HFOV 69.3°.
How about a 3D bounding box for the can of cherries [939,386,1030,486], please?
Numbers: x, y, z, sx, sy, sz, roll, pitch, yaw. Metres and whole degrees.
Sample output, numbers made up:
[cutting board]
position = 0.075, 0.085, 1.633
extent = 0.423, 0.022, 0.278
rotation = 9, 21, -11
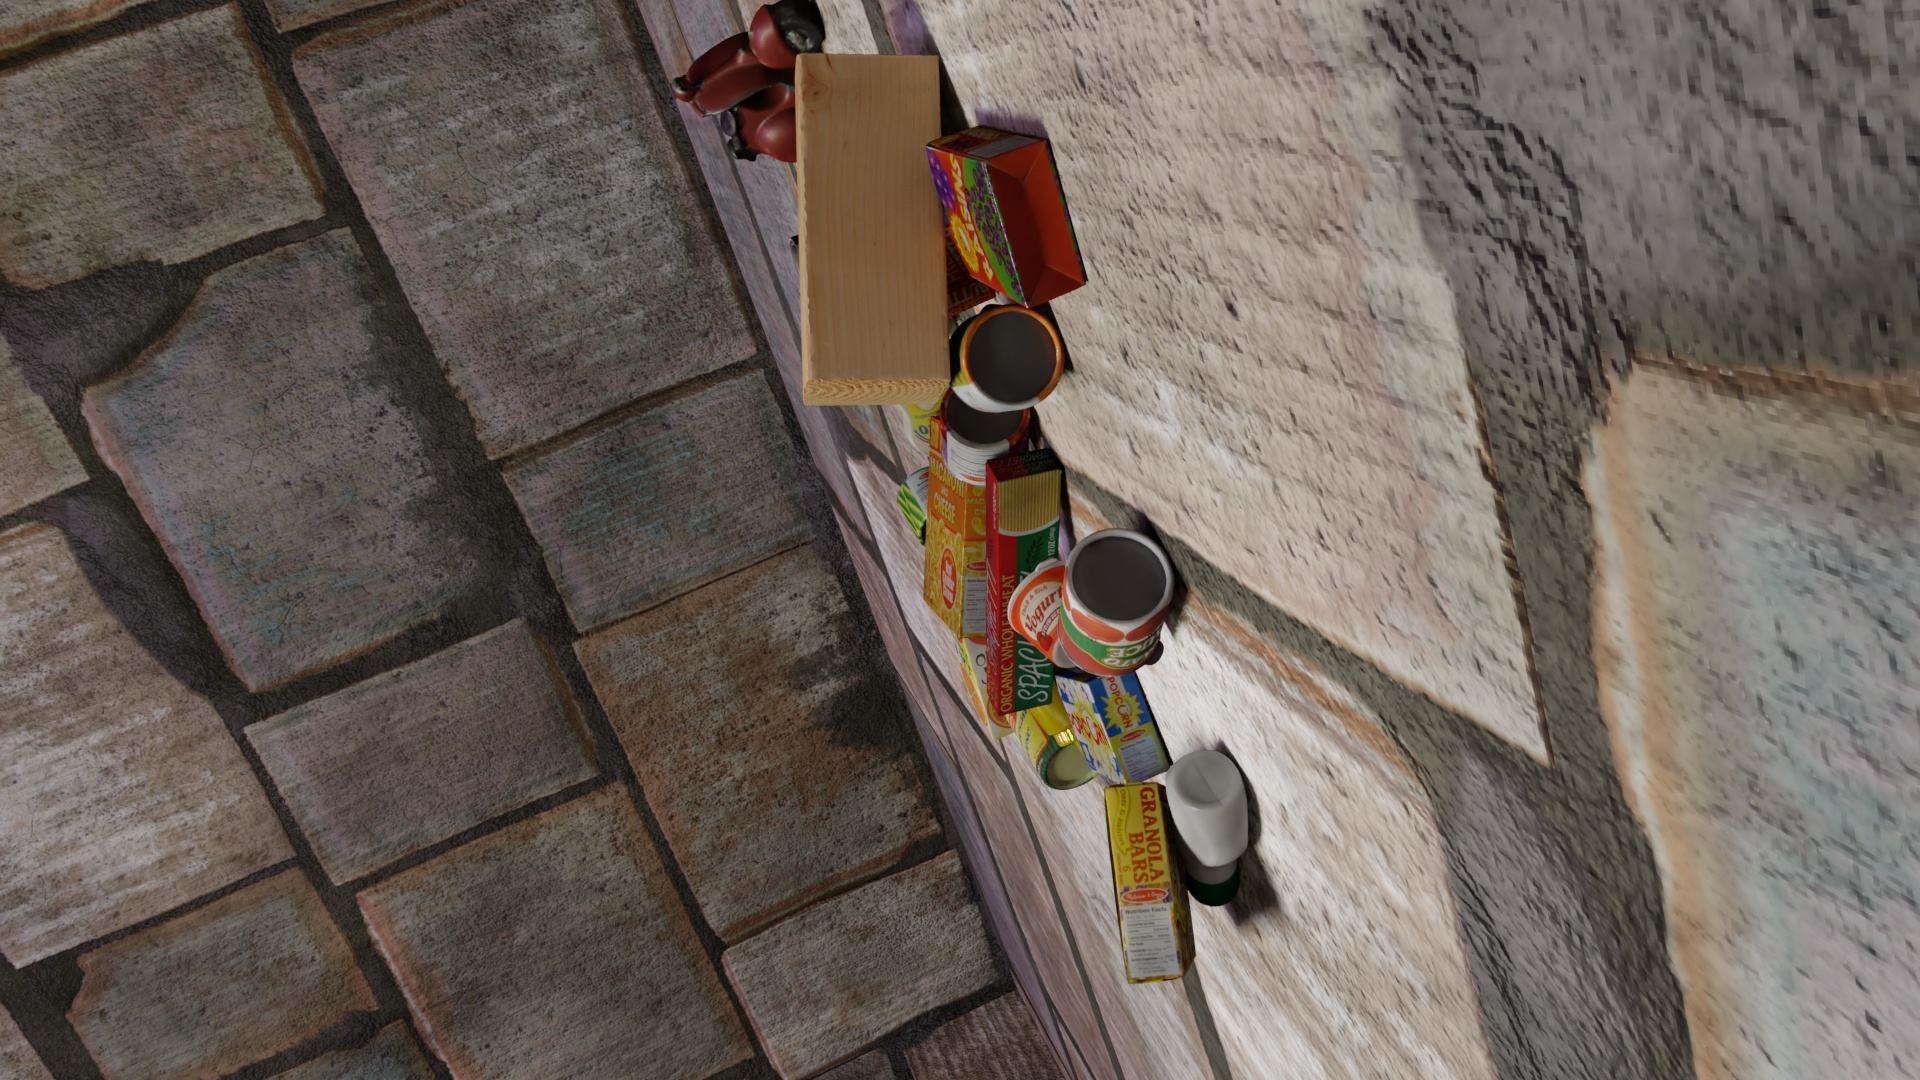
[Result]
[can of cherries]
position = 0.018, -0.084, 1.020
extent = 0.058, 0.071, 0.072
rotation = 87, 159, -64

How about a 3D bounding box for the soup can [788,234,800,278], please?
[soup can]
position = -0.104, -0.258, 1.257
extent = 0.071, 0.084, 0.071
rotation = 159, 88, -81

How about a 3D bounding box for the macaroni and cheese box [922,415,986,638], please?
[macaroni and cheese box]
position = 0.004, -0.015, 1.168
extent = 0.124, 0.040, 0.166
rotation = -141, 52, -70

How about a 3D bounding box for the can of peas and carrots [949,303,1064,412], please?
[can of peas and carrots]
position = 0.028, -0.117, 0.878
extent = 0.059, 0.071, 0.071
rotation = -163, 51, -78

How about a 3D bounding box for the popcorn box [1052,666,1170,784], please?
[popcorn box]
position = 0.115, 0.138, 1.077
extent = 0.126, 0.038, 0.085
rotation = 166, 83, -81

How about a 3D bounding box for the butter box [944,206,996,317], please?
[butter box]
position = -0.018, -0.199, 0.984
extent = 0.024, 0.053, 0.104
rotation = 75, 169, -50

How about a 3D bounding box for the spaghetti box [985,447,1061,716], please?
[spaghetti box]
position = 0.047, 0.039, 1.062
extent = 0.029, 0.050, 0.248
rotation = -116, 18, -47

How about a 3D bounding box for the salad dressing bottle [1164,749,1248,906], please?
[salad dressing bottle]
position = 0.163, 0.193, 0.911
extent = 0.064, 0.044, 0.147
rotation = 58, 169, 39

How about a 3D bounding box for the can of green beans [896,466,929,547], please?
[can of green beans]
position = -0.023, -0.032, 1.391
extent = 0.071, 0.071, 0.058
rotation = 78, 166, -49

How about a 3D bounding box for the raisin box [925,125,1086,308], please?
[raisin box]
position = 0.024, -0.189, 0.802
extent = 0.124, 0.040, 0.085
rotation = -129, 18, -64

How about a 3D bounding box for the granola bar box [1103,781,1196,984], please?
[granola bar box]
position = 0.132, 0.232, 0.958
extent = 0.165, 0.039, 0.124
rotation = 45, -141, -73

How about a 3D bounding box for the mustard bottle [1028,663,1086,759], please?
[mustard bottle]
position = 0.078, 0.123, 1.183
extent = 0.160, 0.065, 0.048
rotation = 64, 166, 5

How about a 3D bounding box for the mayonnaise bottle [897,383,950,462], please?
[mayonnaise bottle]
position = -0.025, -0.112, 1.226
extent = 0.041, 0.065, 0.147
rotation = -109, -2, -56

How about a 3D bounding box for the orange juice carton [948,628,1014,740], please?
[orange juice carton]
position = 0.033, 0.094, 1.349
extent = 0.072, 0.073, 0.191
rotation = -124, 15, -54

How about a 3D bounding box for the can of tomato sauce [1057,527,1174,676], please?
[can of tomato sauce]
position = 0.096, 0.040, 0.855
extent = 0.082, 0.071, 0.071
rotation = 87, 158, -64

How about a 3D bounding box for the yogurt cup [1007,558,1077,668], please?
[yogurt cup]
position = 0.077, 0.057, 1.027
extent = 0.054, 0.072, 0.072
rotation = 49, 161, 40

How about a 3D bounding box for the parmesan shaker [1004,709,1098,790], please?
[parmesan shaker]
position = 0.082, 0.165, 1.254
extent = 0.103, 0.071, 0.071
rotation = -123, 13, -48
